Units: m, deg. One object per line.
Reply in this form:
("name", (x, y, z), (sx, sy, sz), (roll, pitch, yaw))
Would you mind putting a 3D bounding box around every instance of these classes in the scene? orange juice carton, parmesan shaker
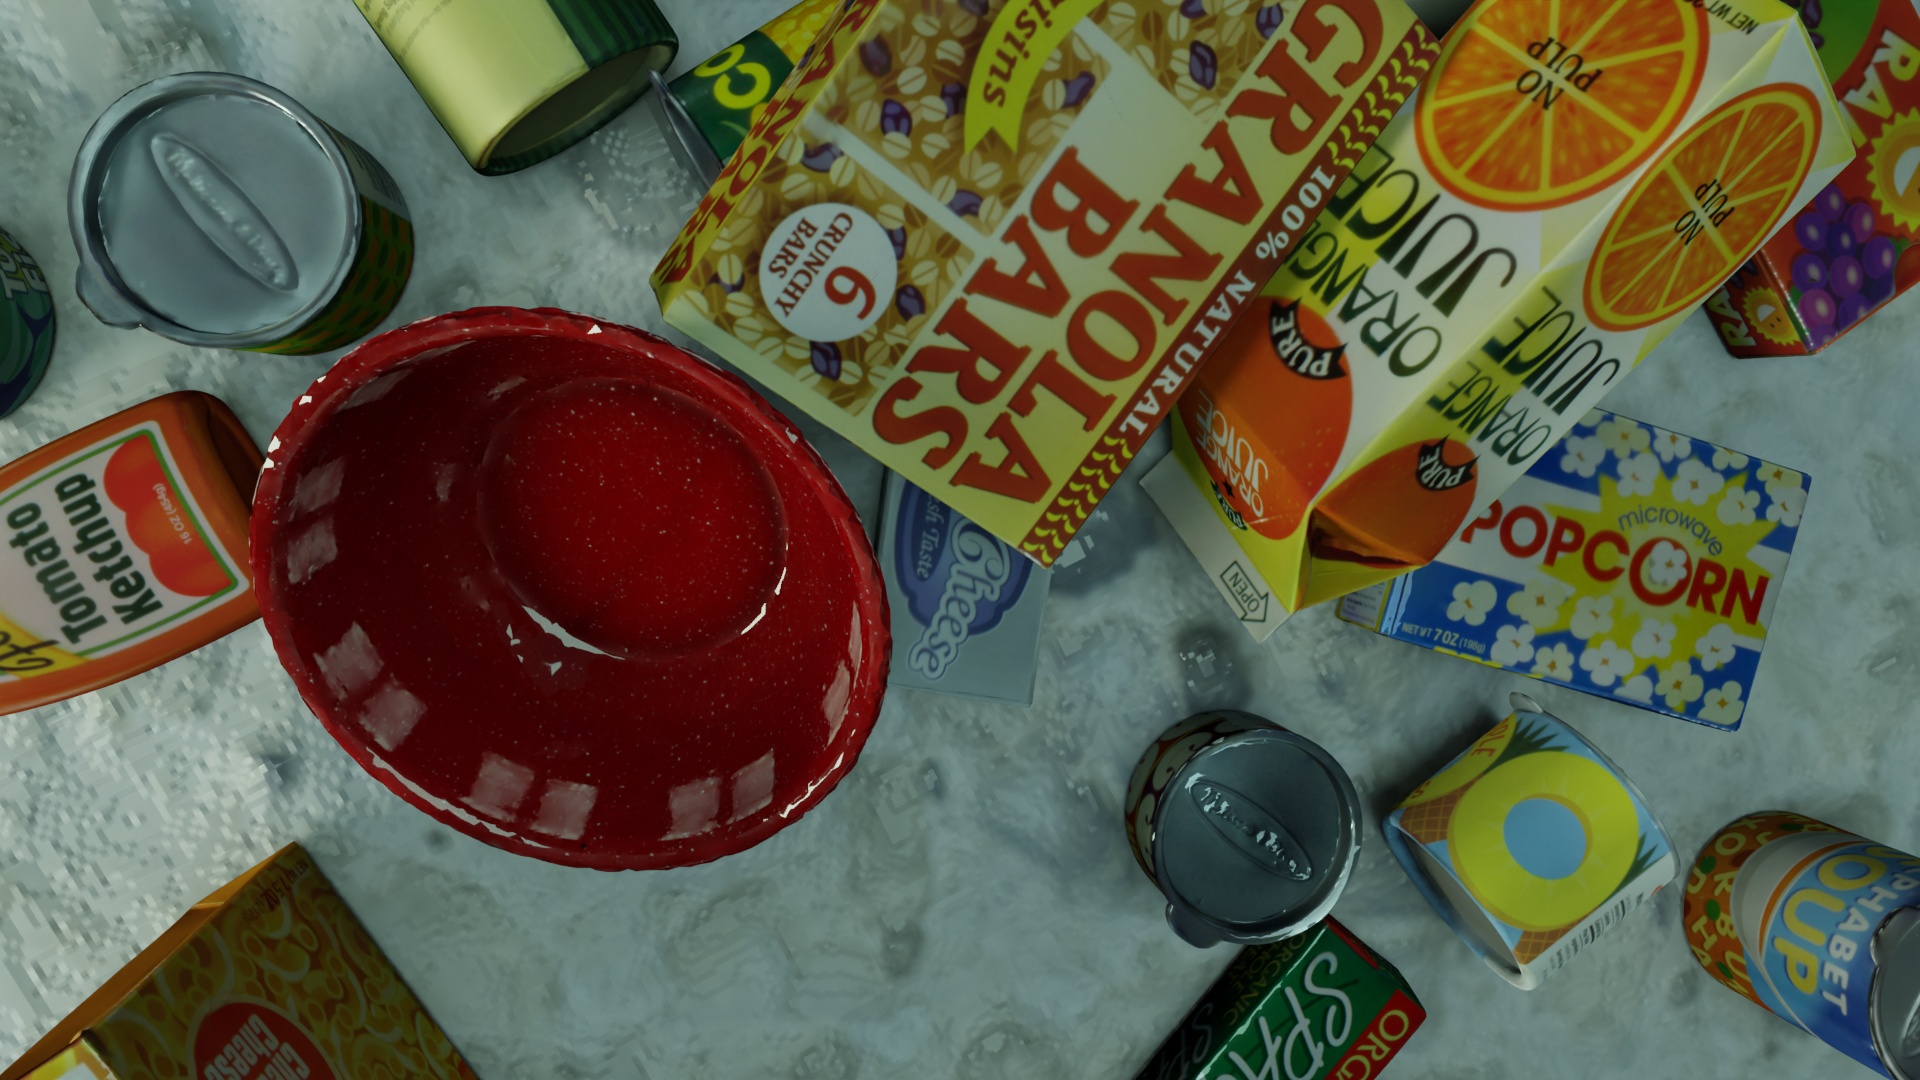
("orange juice carton", (0.129, -0.062, 0.375), (0.073, 0.072, 0.192), (20, 119, -46))
("parmesan shaker", (-0.131, -0.155, 0.362), (0.071, 0.071, 0.103), (-35, 99, -5))

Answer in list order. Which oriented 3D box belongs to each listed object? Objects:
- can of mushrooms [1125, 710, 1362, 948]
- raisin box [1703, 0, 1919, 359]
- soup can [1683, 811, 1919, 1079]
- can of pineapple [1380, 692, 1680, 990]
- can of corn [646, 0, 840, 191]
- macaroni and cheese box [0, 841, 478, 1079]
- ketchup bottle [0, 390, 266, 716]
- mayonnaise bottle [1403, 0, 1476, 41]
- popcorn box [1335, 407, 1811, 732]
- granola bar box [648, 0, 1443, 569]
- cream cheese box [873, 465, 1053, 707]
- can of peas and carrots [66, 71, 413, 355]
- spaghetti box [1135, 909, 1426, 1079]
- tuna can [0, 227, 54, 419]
("can of mushrooms", (0.085, 0.089, 0.429), (0.071, 0.033, 0.071), (-1, 95, -10))
("raisin box", (0.261, -0.131, 0.438), (0.086, 0.040, 0.123), (-35, 99, -6))
("soup can", (0.282, 0.126, 0.437), (0.071, 0.084, 0.071), (-1, 94, -9))
("can of pineapple", (0.172, 0.093, 0.428), (0.058, 0.071, 0.071), (-36, 99, -4))
("can of corn", (-0.041, -0.110, 0.377), (0.058, 0.071, 0.071), (-34, 99, -6))
("macaroni and cheese box", (-0.155, 0.171, 0.352), (0.040, 0.124, 0.166), (-33, 99, -2))
("ketchup bottle", (-0.255, 0.018, 0.366), (0.149, 0.043, 0.064), (-26, 98, -6))
("mayonnaise bottle", (0.140, -0.169, 0.396), (0.148, 0.041, 0.065), (-5, 77, 5))
("popcorn box", (0.193, 0.003, 0.437), (0.127, 0.038, 0.085), (15, 93, -10))
("granola bar box", (0.021, -0.093, 0.344), (0.124, 0.039, 0.165), (33, 99, -28))
("cream cheese box", (0.001, -0.005, 0.414), (0.053, 0.024, 0.103), (8, 93, -10))
("can of peas and carrots", (-0.185, -0.080, 0.361), (0.071, 0.059, 0.071), (-1, 95, -8))
("spaghetti box", (0.047, 0.221, 0.436), (0.050, 0.029, 0.250), (42, 87, -11))
("tuna can", (-0.276, -0.060, 0.361), (0.071, 0.033, 0.071), (-1, 95, -9))
